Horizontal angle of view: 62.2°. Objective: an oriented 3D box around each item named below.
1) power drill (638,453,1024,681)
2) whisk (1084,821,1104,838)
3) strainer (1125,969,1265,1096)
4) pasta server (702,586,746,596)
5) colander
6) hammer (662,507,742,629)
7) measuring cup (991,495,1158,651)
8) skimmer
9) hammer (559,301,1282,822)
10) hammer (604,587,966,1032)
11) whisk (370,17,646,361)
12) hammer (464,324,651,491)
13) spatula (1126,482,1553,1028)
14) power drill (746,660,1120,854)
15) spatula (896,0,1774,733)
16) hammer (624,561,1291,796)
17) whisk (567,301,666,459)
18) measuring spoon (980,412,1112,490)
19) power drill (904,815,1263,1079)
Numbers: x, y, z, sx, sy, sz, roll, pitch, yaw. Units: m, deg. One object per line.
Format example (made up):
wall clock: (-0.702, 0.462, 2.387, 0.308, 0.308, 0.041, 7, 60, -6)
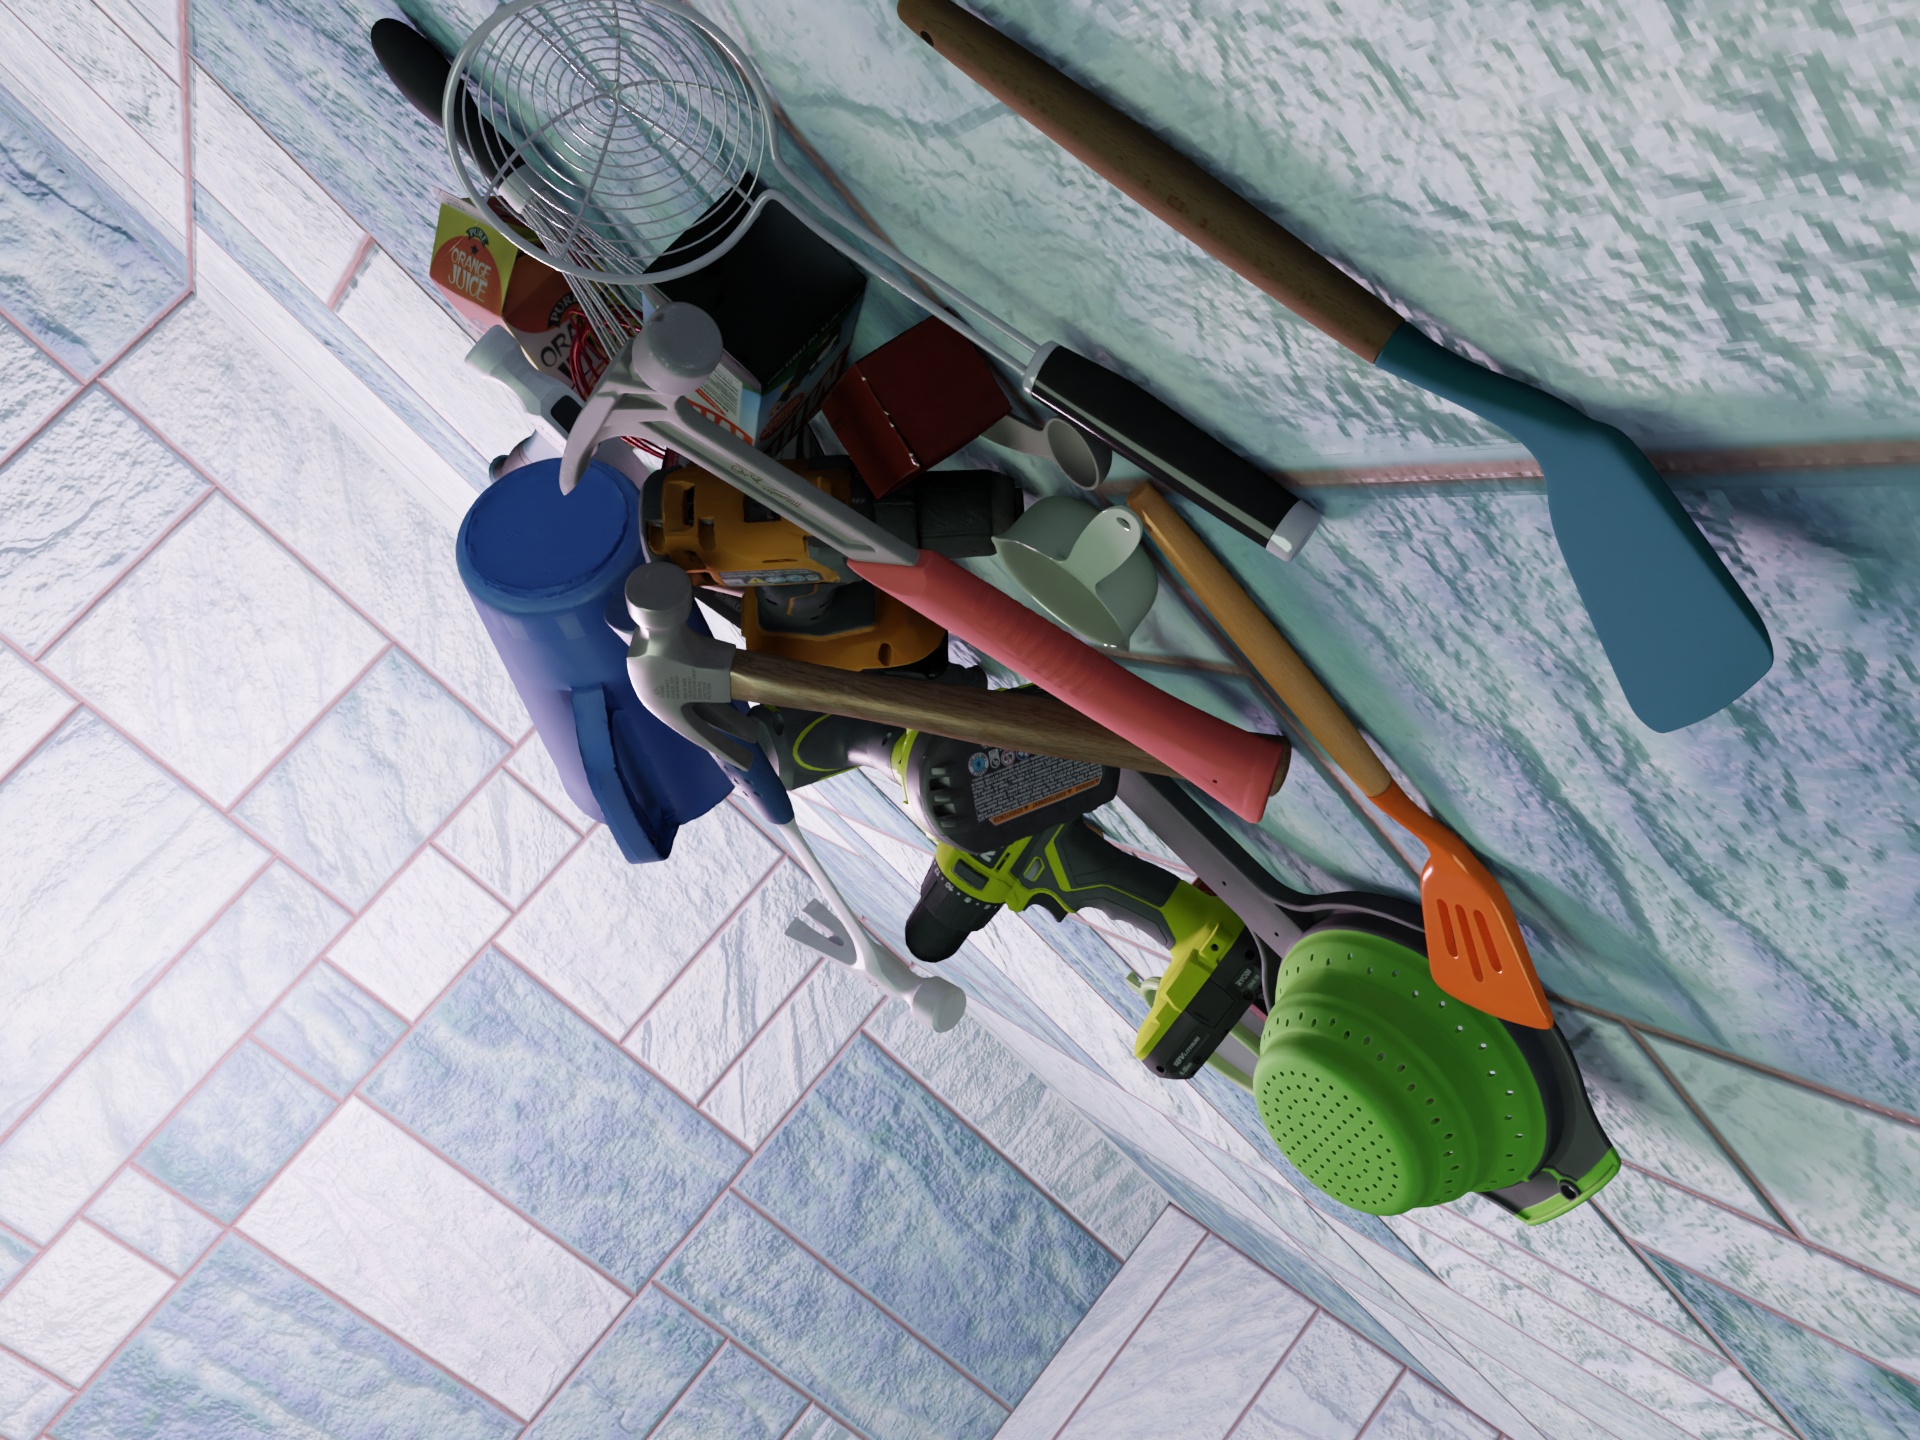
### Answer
power drill: (-0.053, -0.081, 0.853, 0.185, 0.084, 0.226, -2, 167, 6)
whisk: (0.024, 0.063, 1.296, 0.245, 0.047, 0.051, 23, 158, 45)
strainer: (0.255, 0.262, 1.233, 0.256, 0.069, 0.151, 43, 165, -11)
pasta server: (-0.166, -0.091, 1.066, 0.316, 0.060, 0.040, 13, 141, 4)
colander: (0.177, 0.150, 0.911, 0.397, 0.094, 0.204, 45, 147, 19)
hammer: (-0.107, -0.054, 1.203, 0.336, 0.127, 0.034, 37, -177, -35)
measuring cup: (0.063, -0.078, 0.697, 0.083, 0.038, 0.167, 40, 168, -1)
skimmer: (-0.033, -0.155, 0.604, 0.363, 0.090, 0.127, 36, 135, 12)
hammer: (-0.005, -0.051, 0.715, 0.359, 0.037, 0.149, 31, 155, -17)
hammer: (-0.113, 0.061, 0.976, 0.144, 0.035, 0.405, 24, 154, 35)
whisk: (-0.214, -0.264, 0.865, 0.284, 0.070, 0.070, 49, 166, -12)
hammer: (-0.277, -0.175, 1.045, 0.128, 0.033, 0.331, 43, 167, -17)
spatula: (0.171, 0.020, 0.720, 0.322, 0.041, 0.081, 47, 167, -21)
power drill: (-0.011, 0.007, 0.973, 0.223, 0.171, 0.080, 15, 119, 56)
spatula: (0.097, -0.117, 0.460, 0.317, 0.044, 0.082, 39, 171, 11)
hammer: (-0.001, -0.003, 0.798, 0.331, 0.031, 0.130, 10, 146, 0)
whisk: (-0.138, -0.155, 1.003, 0.295, 0.073, 0.073, 43, 169, -37)
measuring spoon: (0.030, -0.130, 0.695, 0.124, 0.018, 0.034, 35, 154, 53)
power drill: (0.084, 0.134, 1.068, 0.228, 0.190, 0.080, 35, -156, 6)
